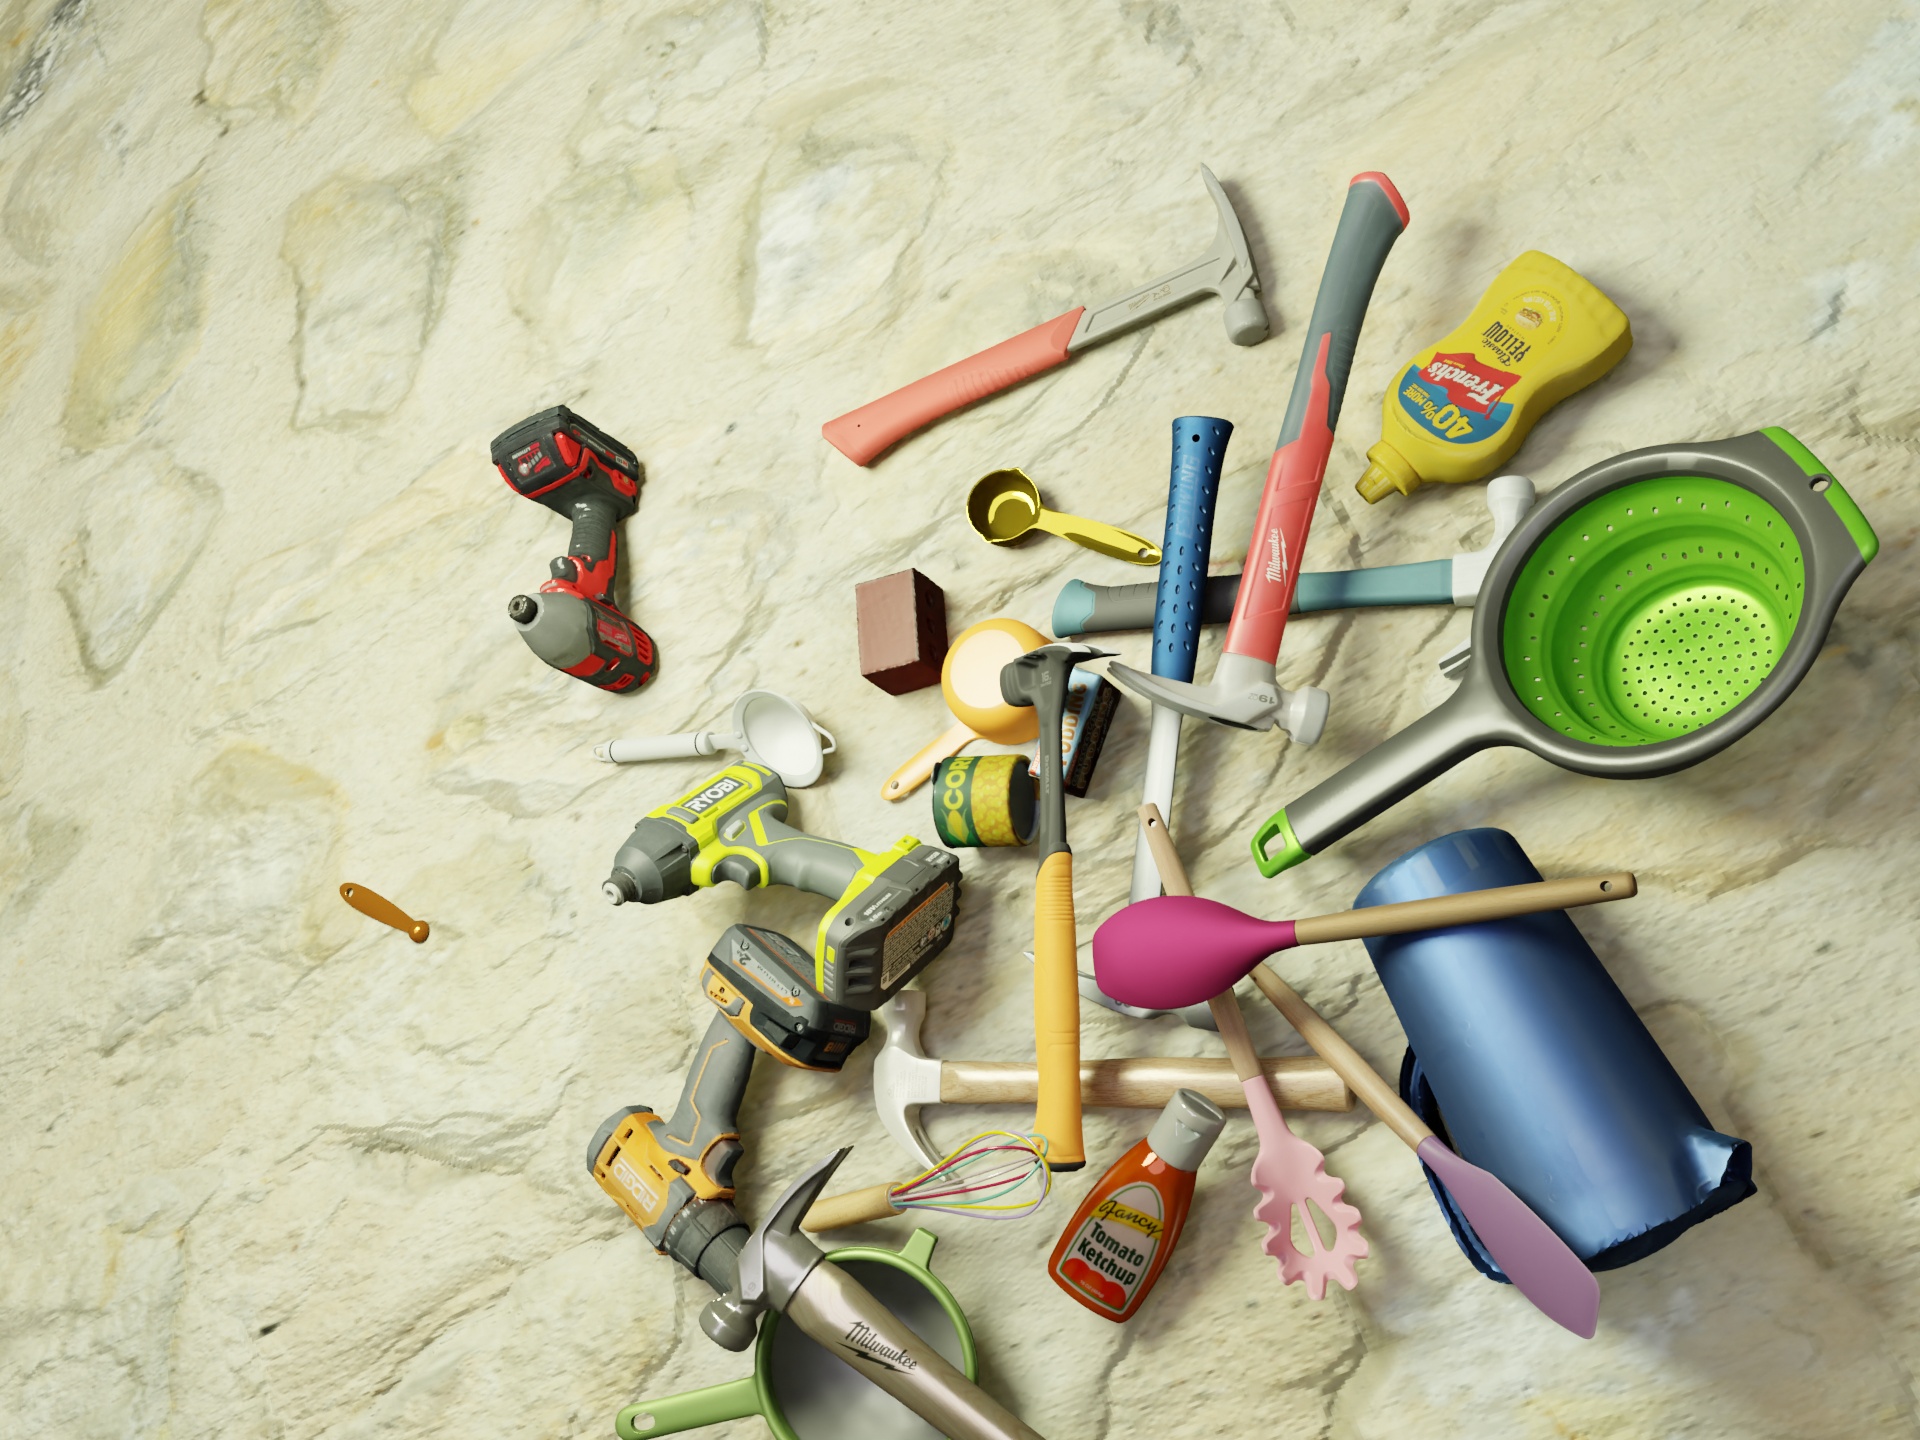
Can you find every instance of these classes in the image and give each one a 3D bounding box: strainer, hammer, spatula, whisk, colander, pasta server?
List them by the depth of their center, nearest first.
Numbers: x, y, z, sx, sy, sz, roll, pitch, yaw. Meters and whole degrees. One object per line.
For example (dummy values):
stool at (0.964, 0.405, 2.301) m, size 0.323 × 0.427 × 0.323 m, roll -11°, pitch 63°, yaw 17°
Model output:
spatula at (0.251, 0.229, 0.909) m, size 0.018 × 0.059 × 0.316 m, roll -15°, pitch 31°, yaw -17°
hammer at (0.035, 0.435, 0.966) m, size 0.411 × 0.038 × 0.146 m, roll 34°, pitch 90°, yaw 16°
colander at (0.356, -0.006, 0.967) m, size 0.397 × 0.094 × 0.205 m, roll -38°, pitch 47°, yaw 25°
pasta server at (0.170, 0.195, 0.984) m, size 0.060 × 0.040 × 0.316 m, roll -21°, pitch 71°, yaw 6°
hammer at (0.065, 0.118, 1.024) m, size 0.127 × 0.034 × 0.337 m, roll 161°, pitch 110°, yaw -68°
whisk at (-0.029, 0.306, 1.044) m, size 0.245 × 0.047 × 0.051 m, roll -28°, pitch 32°, yaw 42°
hammer at (0.212, -0.185, 1.049) m, size 0.143 × 0.038 × 0.386 m, roll 15°, pitch 81°, yaw 3°
hammer at (0.093, 0.242, 1.051) m, size 0.331 × 0.031 × 0.130 m, roll -5°, pitch 72°, yaw 24°
strainer at (-0.103, 0.436, 1.057) m, size 0.256 × 0.069 × 0.151 m, roll -18°, pitch 78°, yaw 13°
hammer at (0.134, -0.004, 1.075) m, size 0.144 × 0.035 × 0.405 m, roll 5°, pitch 85°, yaw 28°
hammer at (0.220, -0.088, 1.088) m, size 0.331 × 0.033 × 0.128 m, roll -3°, pitch 73°, yaw 26°
hammer at (0.053, -0.293, 1.230) m, size 0.359 × 0.036 × 0.149 m, roll -20°, pitch 67°, yaw 19°
strainer at (-0.194, 0.015, 1.256) m, size 0.258 × 0.050 × 0.086 m, roll -5°, pitch 116°, yaw 30°

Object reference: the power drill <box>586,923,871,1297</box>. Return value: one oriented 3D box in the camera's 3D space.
power drill at (-0.154, 0.283, 1.128) m, size 0.185 × 0.084 × 0.226 m, roll 34°, pitch 95°, yaw 36°

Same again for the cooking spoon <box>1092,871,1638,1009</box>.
cooking spoon at (0.218, 0.118, 0.911) m, size 0.319 × 0.017 × 0.069 m, roll -13°, pitch 73°, yaw 28°

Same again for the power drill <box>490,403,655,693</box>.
power drill at (-0.321, -0.139, 1.307) m, size 0.078 × 0.143 × 0.220 m, roll -21°, pitch 64°, yaw 22°

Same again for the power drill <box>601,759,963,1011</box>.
power drill at (-0.127, 0.114, 1.128) m, size 0.223 × 0.171 × 0.080 m, roll 20°, pitch 123°, yaw 26°

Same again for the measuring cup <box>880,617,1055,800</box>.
measuring cup at (-0.002, -0.004, 1.159) m, size 0.173 × 0.052 × 0.095 m, roll -40°, pitch 62°, yaw 8°

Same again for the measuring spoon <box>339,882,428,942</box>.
measuring spoon at (-0.503, 0.164, 1.378) m, size 0.117 × 0.011 × 0.021 m, roll 20°, pitch 84°, yaw 30°

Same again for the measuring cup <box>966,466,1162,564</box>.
measuring cup at (0.079, -0.141, 1.184) m, size 0.156 × 0.029 × 0.062 m, roll 21°, pitch 85°, yaw 18°
